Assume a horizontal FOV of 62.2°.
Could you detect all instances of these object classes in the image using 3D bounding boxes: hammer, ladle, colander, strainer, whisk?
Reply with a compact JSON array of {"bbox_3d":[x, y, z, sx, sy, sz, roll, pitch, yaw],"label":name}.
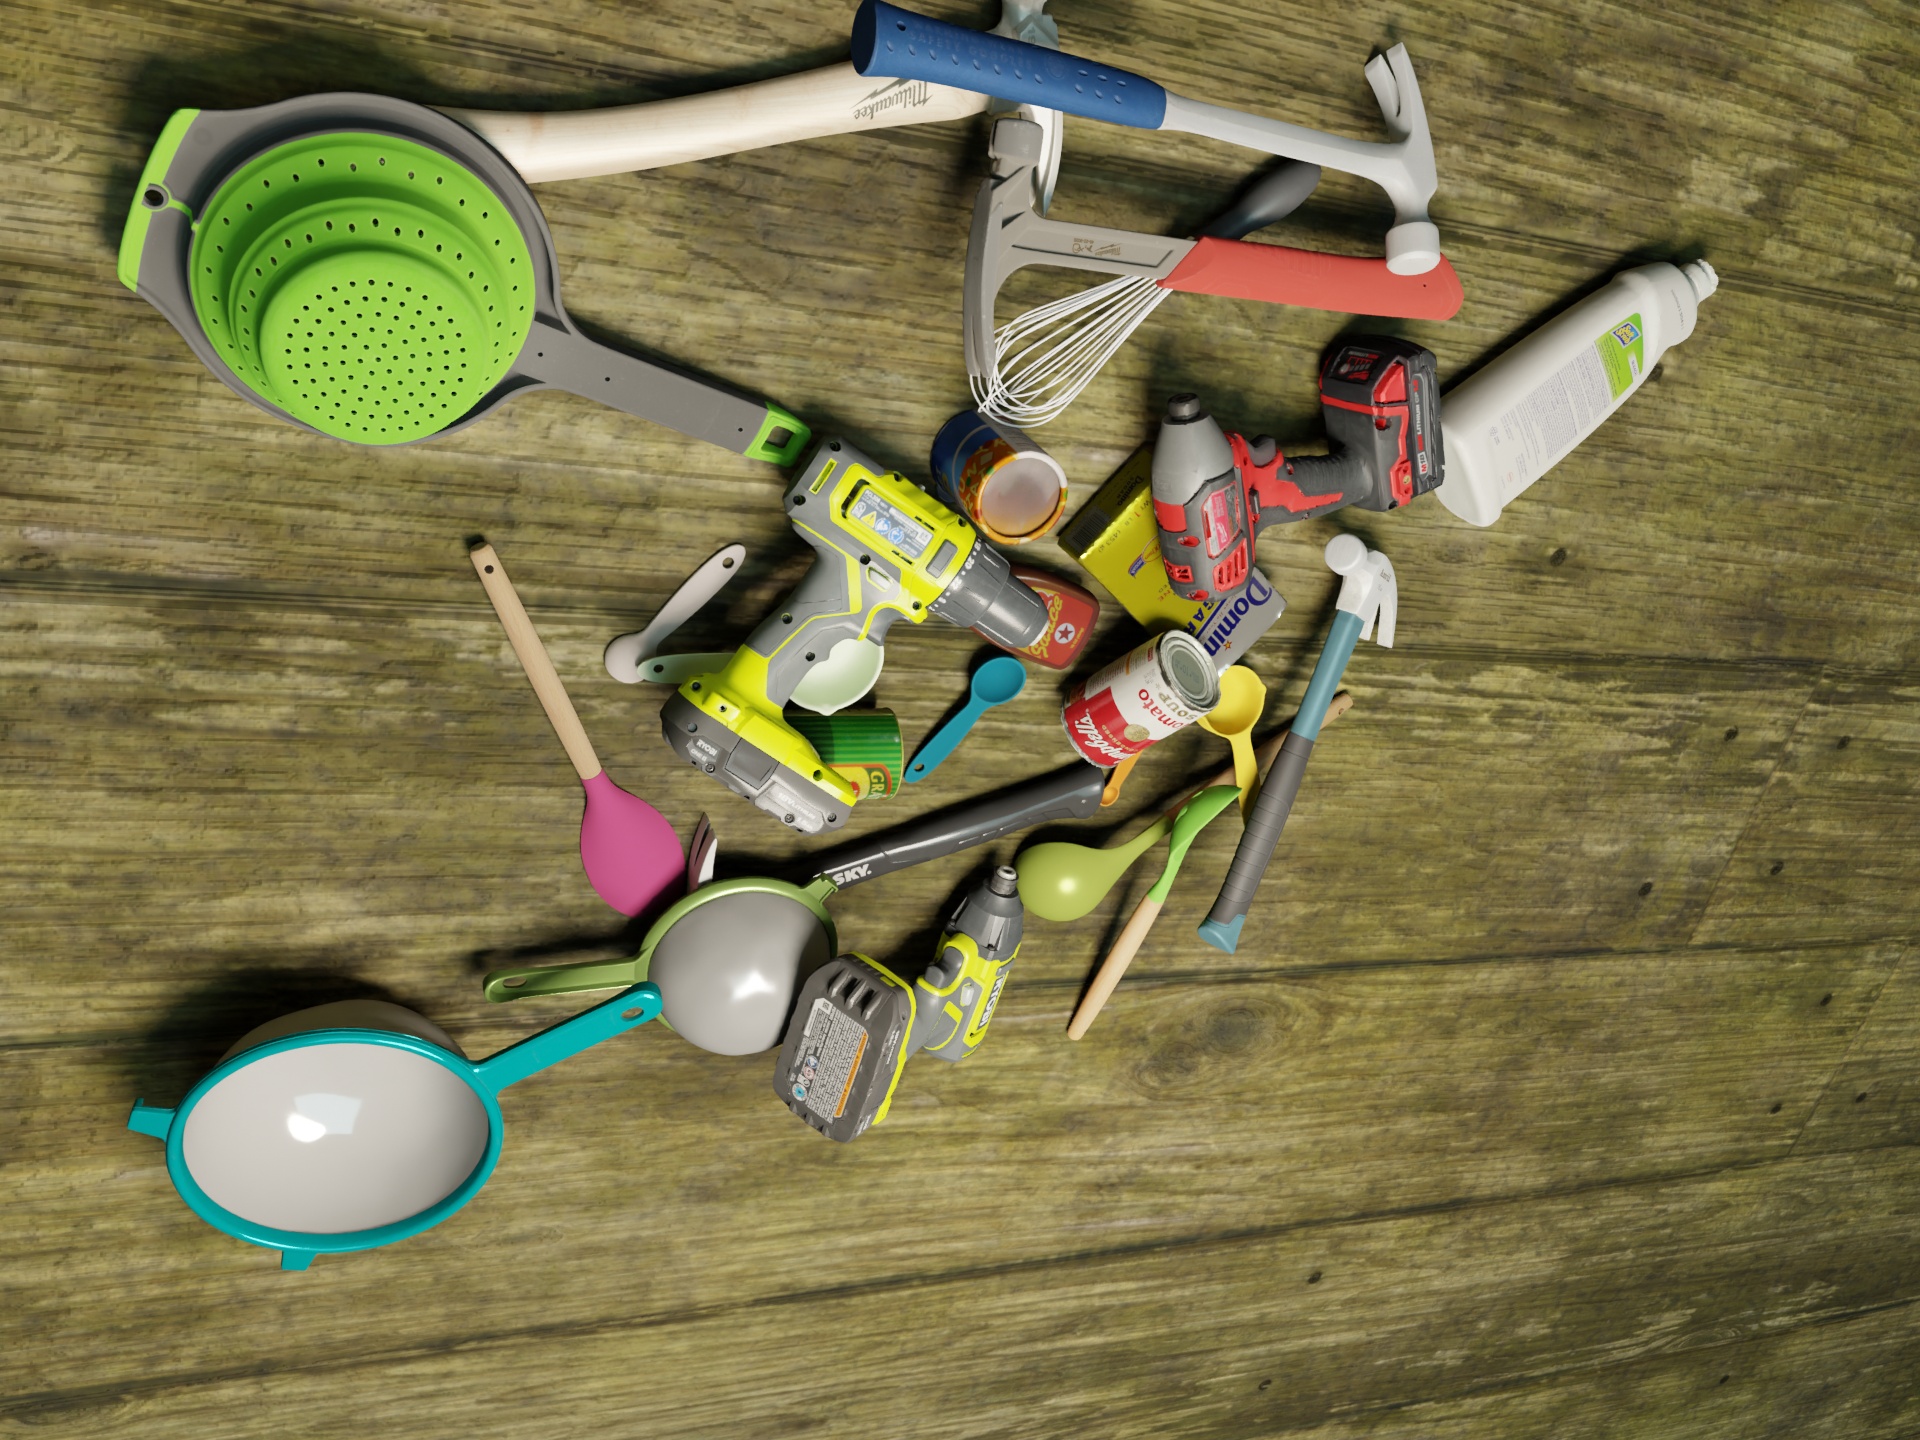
[{"bbox_3d":[0.259,0.025,1.234,0.128,0.033,0.331,17,95,-56],"label":"hammer"},{"bbox_3d":[0.183,0.061,1.289,0.320,0.062,0.078,-33,133,-11],"label":"ladle"},{"bbox_3d":[0.126,-0.369,0.949,0.405,0.035,0.144,2,82,-28],"label":"hammer"},{"bbox_3d":[-0.247,-0.197,0.889,0.396,0.095,0.204,16,124,-35],"label":"colander"},{"bbox_3d":[0.171,-0.281,1.020,0.359,0.037,0.149,0,105,-25],"label":"hammer"},{"bbox_3d":[-0.045,0.094,1.204,0.334,0.035,0.146,-18,125,-14],"label":"hammer"},{"bbox_3d":[-0.204,0.193,1.131,0.256,0.069,0.151,-2,121,-21],"label":"strainer"},{"bbox_3d":[-0.367,0.235,1.097,0.340,0.095,0.210,-25,127,-2],"label":"strainer"},{"bbox_3d":[-0.134,-0.334,0.912,0.410,0.038,0.146,-15,125,-15],"label":"hammer"},{"bbox_3d":[0.125,-0.286,1.045,0.284,0.070,0.070,-37,127,-6],"label":"whisk"}]

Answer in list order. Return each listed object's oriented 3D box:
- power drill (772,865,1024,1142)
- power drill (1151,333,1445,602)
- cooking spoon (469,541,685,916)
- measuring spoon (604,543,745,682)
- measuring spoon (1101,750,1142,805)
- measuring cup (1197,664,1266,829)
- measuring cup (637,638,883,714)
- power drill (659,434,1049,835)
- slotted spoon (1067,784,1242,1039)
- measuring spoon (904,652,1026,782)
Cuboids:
[{"bbox_3d":[-0.033,0.207,1.197,0.223,0.080,0.171,-22,137,-56],"label":"power drill"},{"bbox_3d":[0.227,-0.185,1.105,0.219,0.079,0.143,-26,120,-21],"label":"power drill"},{"bbox_3d":[-0.259,0.016,1.073,0.069,0.017,0.318,-25,126,-10],"label":"cooking spoon"},{"bbox_3d":[-0.186,-0.070,1.055,0.124,0.018,0.034,-44,126,5],"label":"measuring spoon"},{"bbox_3d":[0.137,0.016,1.256,0.021,0.011,0.117,14,109,-39],"label":"measuring spoon"},{"bbox_3d":[0.218,0.028,1.264,0.062,0.029,0.156,-21,111,-19],"label":"measuring cup"},{"bbox_3d":[-0.137,-0.045,1.082,0.167,0.038,0.083,-4,118,-17],"label":"measuring cup"},{"bbox_3d":[-0.068,-0.043,1.032,0.190,0.080,0.228,34,89,-15],"label":"power drill"},{"bbox_3d":[0.147,0.161,1.293,0.070,0.031,0.313,-35,156,-48],"label":"slotted spoon"},{"bbox_3d":[-0.002,-0.004,1.181,0.042,0.021,0.128,28,114,-35],"label":"measuring spoon"}]
